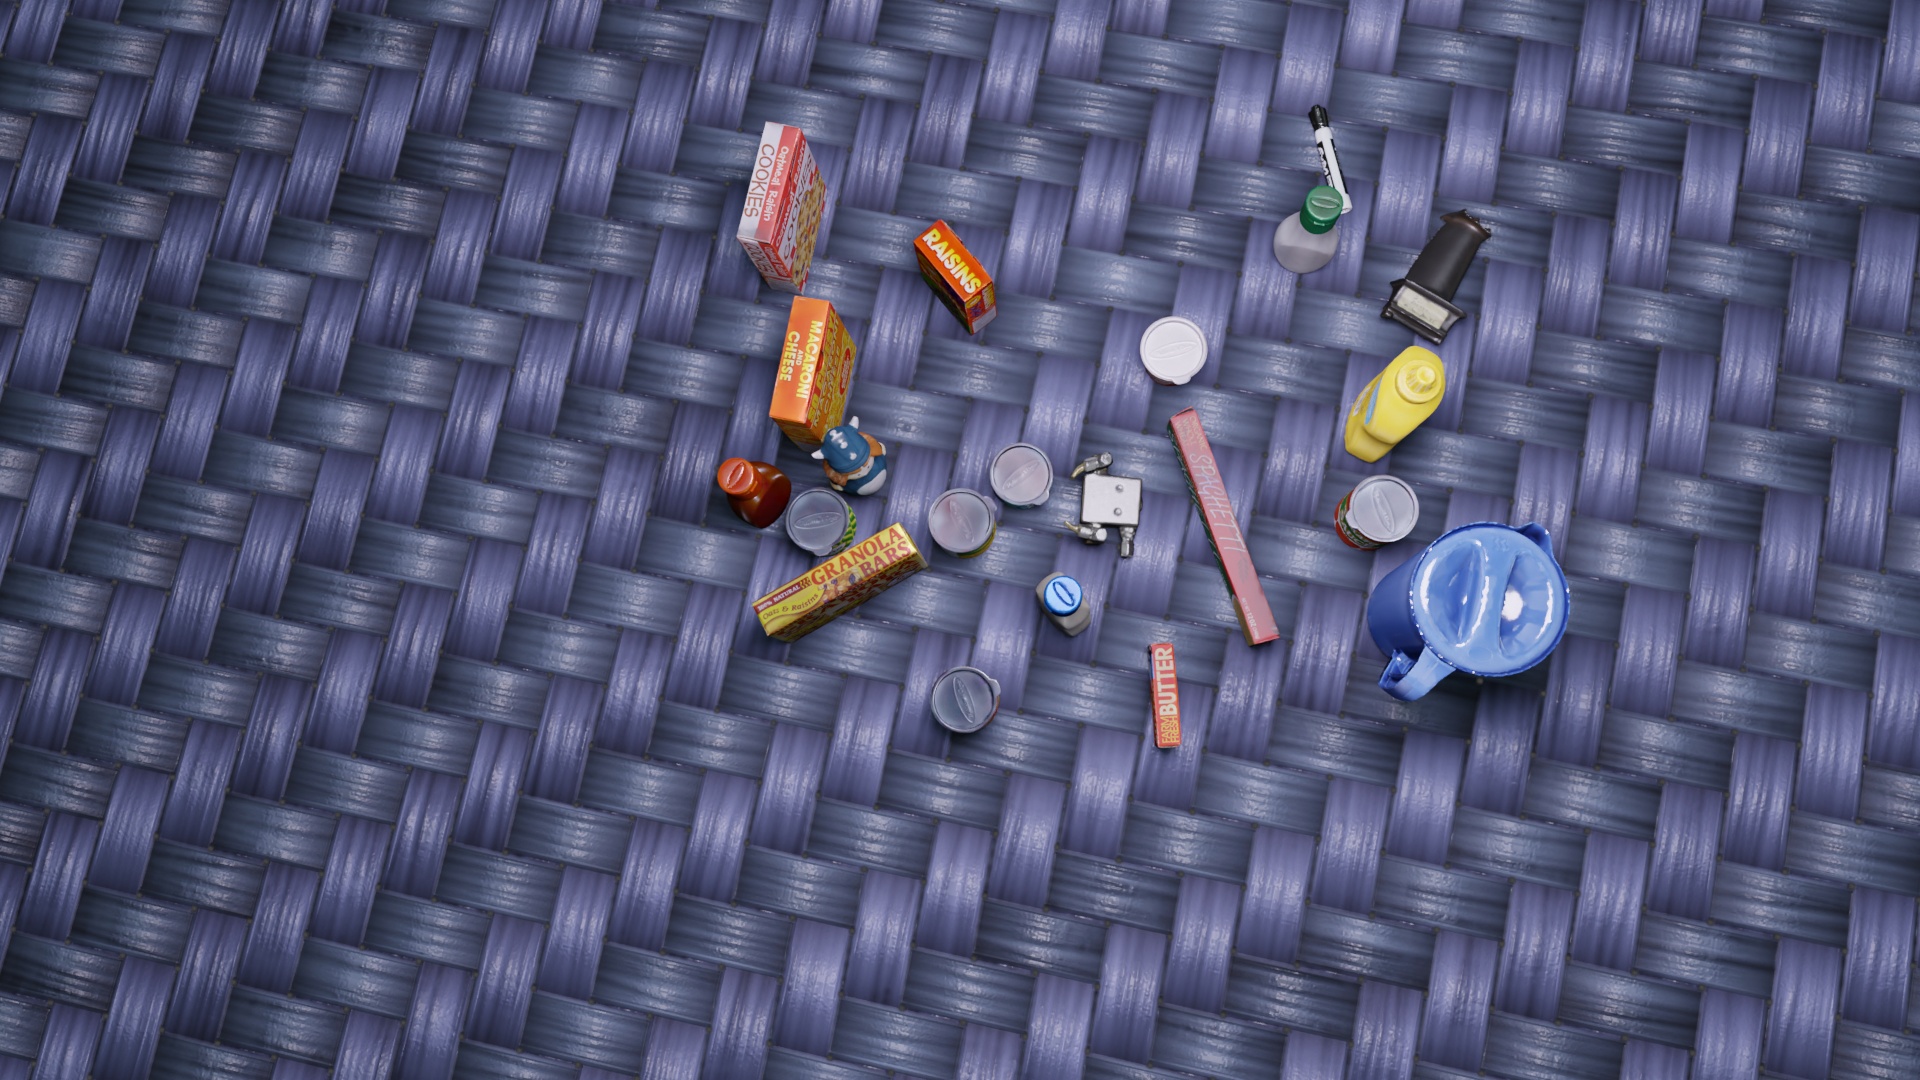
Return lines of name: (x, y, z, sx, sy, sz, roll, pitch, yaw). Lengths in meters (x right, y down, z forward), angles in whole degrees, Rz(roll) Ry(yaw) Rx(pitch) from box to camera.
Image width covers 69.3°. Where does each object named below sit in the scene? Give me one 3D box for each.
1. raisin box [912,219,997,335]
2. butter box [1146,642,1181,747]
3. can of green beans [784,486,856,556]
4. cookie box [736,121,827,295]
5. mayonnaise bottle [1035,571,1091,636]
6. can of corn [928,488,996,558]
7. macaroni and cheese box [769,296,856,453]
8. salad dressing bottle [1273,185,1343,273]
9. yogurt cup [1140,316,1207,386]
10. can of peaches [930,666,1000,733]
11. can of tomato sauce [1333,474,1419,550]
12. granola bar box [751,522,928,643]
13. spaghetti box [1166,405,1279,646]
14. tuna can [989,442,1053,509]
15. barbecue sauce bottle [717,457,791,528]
raisin box: (-0.003, -0.269, 1.431, 0.040, 0.123, 0.086, -38, 82, -2)
butter box: (0.204, 0.155, 1.392, 0.024, 0.053, 0.103, -4, 82, 3)
can of green beans: (-0.144, -0.018, 1.438, 0.071, 0.058, 0.071, -1, 82, 4)
cookie box: (-0.180, -0.338, 1.430, 0.040, 0.167, 0.123, 12, 83, 5)
mayonnaise bottle: (0.101, 0.060, 1.365, 0.041, 0.148, 0.065, -38, 82, -2)
can of corn: (0.005, -0.018, 1.428, 0.071, 0.058, 0.071, -1, 82, 4)
macaroni and cheese box: (-0.146, -0.163, 1.403, 0.040, 0.166, 0.124, 10, 83, 5)
salad dressing bottle: (0.354, -0.314, 1.402, 0.064, 0.147, 0.044, 13, 84, 6)
yogurt cup: (0.219, -0.193, 1.441, 0.072, 0.054, 0.072, -1, 82, 4)
can of peaches: (0.007, 0.160, 1.402, 0.071, 0.058, 0.071, -1, 82, 4)
can of tomato sauce: (0.413, -0.025, 1.389, 0.071, 0.083, 0.071, -1, 82, 4)
granola bar box: (-0.118, 0.043, 1.393, 0.165, 0.124, 0.039, -29, 82, -1)
spaghetti box: (0.266, -0.014, 1.414, 0.029, 0.050, 0.250, -19, 81, 1)
tuna can: (0.065, -0.065, 1.443, 0.071, 0.033, 0.071, 0, 82, 4)
barbecue sauce bottle: (-0.209, -0.052, 1.401, 0.044, 0.148, 0.065, 30, 85, 7)
